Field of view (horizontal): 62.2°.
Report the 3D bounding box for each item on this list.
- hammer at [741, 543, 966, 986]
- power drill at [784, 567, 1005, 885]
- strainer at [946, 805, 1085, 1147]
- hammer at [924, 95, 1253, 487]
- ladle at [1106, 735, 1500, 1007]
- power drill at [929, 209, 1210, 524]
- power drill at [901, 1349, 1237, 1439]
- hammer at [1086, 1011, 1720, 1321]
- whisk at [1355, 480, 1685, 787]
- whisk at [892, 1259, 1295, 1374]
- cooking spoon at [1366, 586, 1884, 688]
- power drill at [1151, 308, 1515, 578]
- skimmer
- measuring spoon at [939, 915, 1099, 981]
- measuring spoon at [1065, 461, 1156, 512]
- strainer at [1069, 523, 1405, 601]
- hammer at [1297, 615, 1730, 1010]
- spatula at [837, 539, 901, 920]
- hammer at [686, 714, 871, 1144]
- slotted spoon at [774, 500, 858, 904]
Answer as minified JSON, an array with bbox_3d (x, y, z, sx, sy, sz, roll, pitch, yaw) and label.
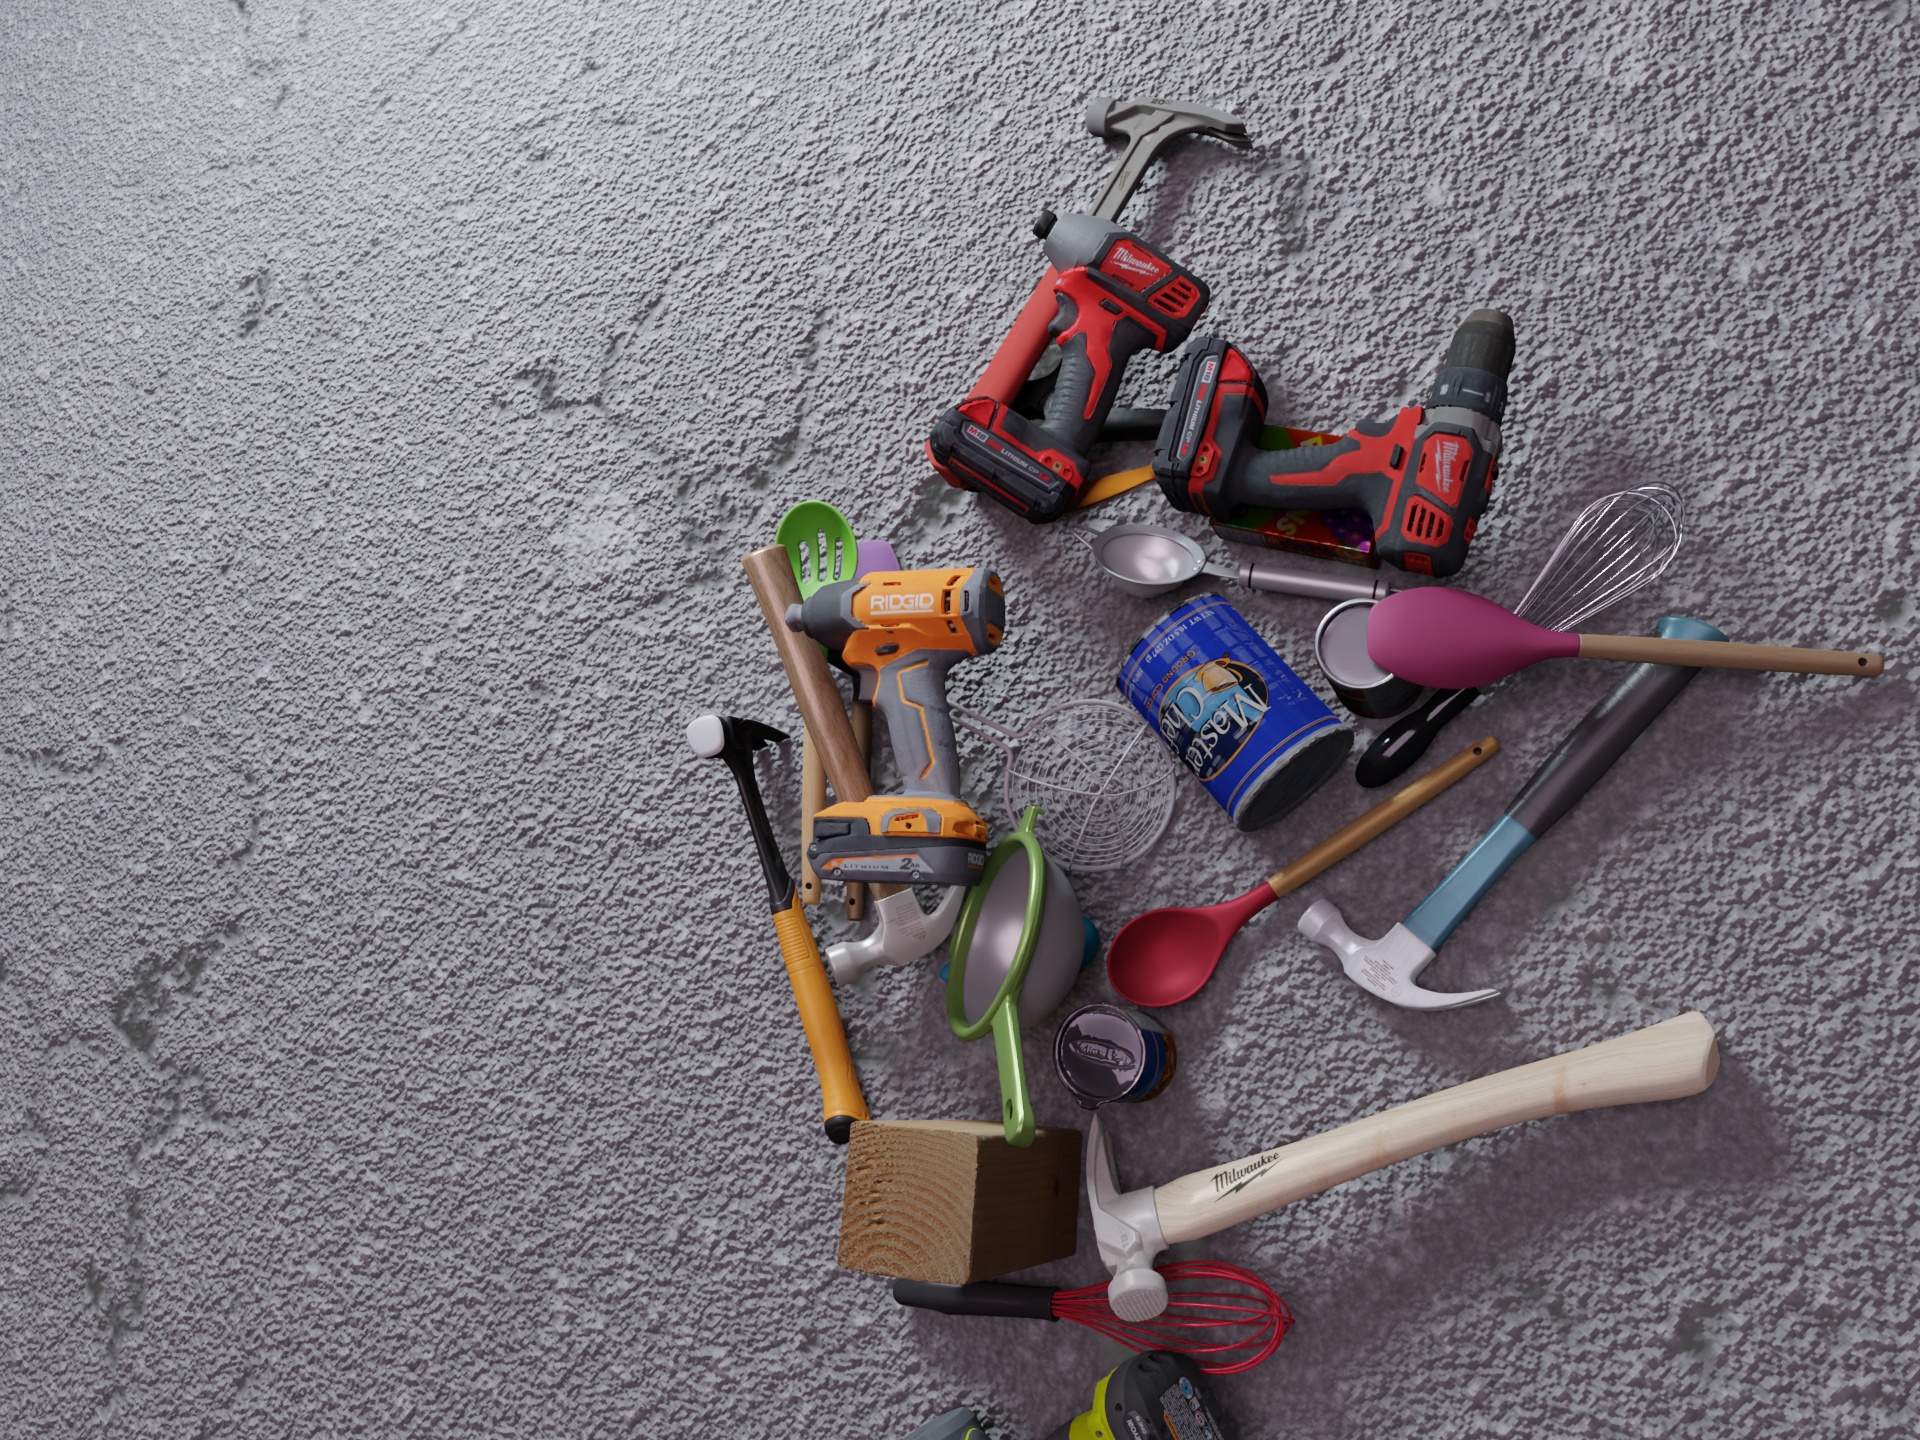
[{"bbox_3d":[-0.089,0.024,1.205,0.130,0.031,0.331,-20,89,-10],"label":"hammer"},{"bbox_3d":[-0.054,0.003,1.147,0.164,0.084,0.226,0,82,19],"label":"power drill"},{"bbox_3d":[0.052,0.189,1.076,0.257,0.069,0.151,-96,29,-55],"label":"strainer"},{"bbox_3d":[0.085,-0.340,1.261,0.149,0.036,0.359,25,81,35],"label":"hammer"},{"bbox_3d":[0.240,0.103,1.117,0.315,0.031,0.069,-35,69,9],"label":"ladle"},{"bbox_3d":[0.075,-0.270,1.192,0.143,0.078,0.219,33,88,-3],"label":"power drill"},{"bbox_3d":[0.079,0.523,1.028,0.228,0.080,0.191,-37,73,29],"label":"power drill"},{"bbox_3d":[0.279,0.264,1.037,0.410,0.038,0.146,-21,36,10],"label":"hammer"},{"bbox_3d":[0.379,-0.053,1.086,0.284,0.070,0.070,-45,64,12],"label":"whisk"},{"bbox_3d":[0.083,0.402,1.090,0.296,0.073,0.073,-6,74,27],"label":"whisk"},{"bbox_3d":[0.427,-0.047,1.031,0.319,0.017,0.069,4,80,8],"label":"cooking spoon"},{"bbox_3d":[0.267,-0.210,1.115,0.227,0.080,0.188,15,83,23],"label":"power drill"},{"bbox_3d":[-0.002,-0.004,1.234,0.364,0.090,0.127,28,91,33],"label":"skimmer"},{"bbox_3d":[0.040,0.174,1.184,0.128,0.021,0.042,-17,71,17],"label":"measuring spoon"},{"bbox_3d":[0.111,-0.184,1.252,0.117,0.011,0.021,-16,71,18],"label":"measuring spoon"},{"bbox_3d":[0.204,-0.106,1.178,0.258,0.050,0.087,10,37,20],"label":"strainer"},{"bbox_3d":[0.382,0.060,1.064,0.331,0.033,0.128,-49,63,5],"label":"hammer"},{"bbox_3d":[-0.078,0.003,1.281,0.060,0.018,0.316,-4,74,20],"label":"spatula"},{"bbox_3d":[-0.129,0.158,1.231,0.034,0.127,0.337,-21,79,15],"label":"hammer"},{"bbox_3d":[-0.113,-0.015,1.236,0.070,0.031,0.314,-2,82,16],"label":"slotted spoon"}]
